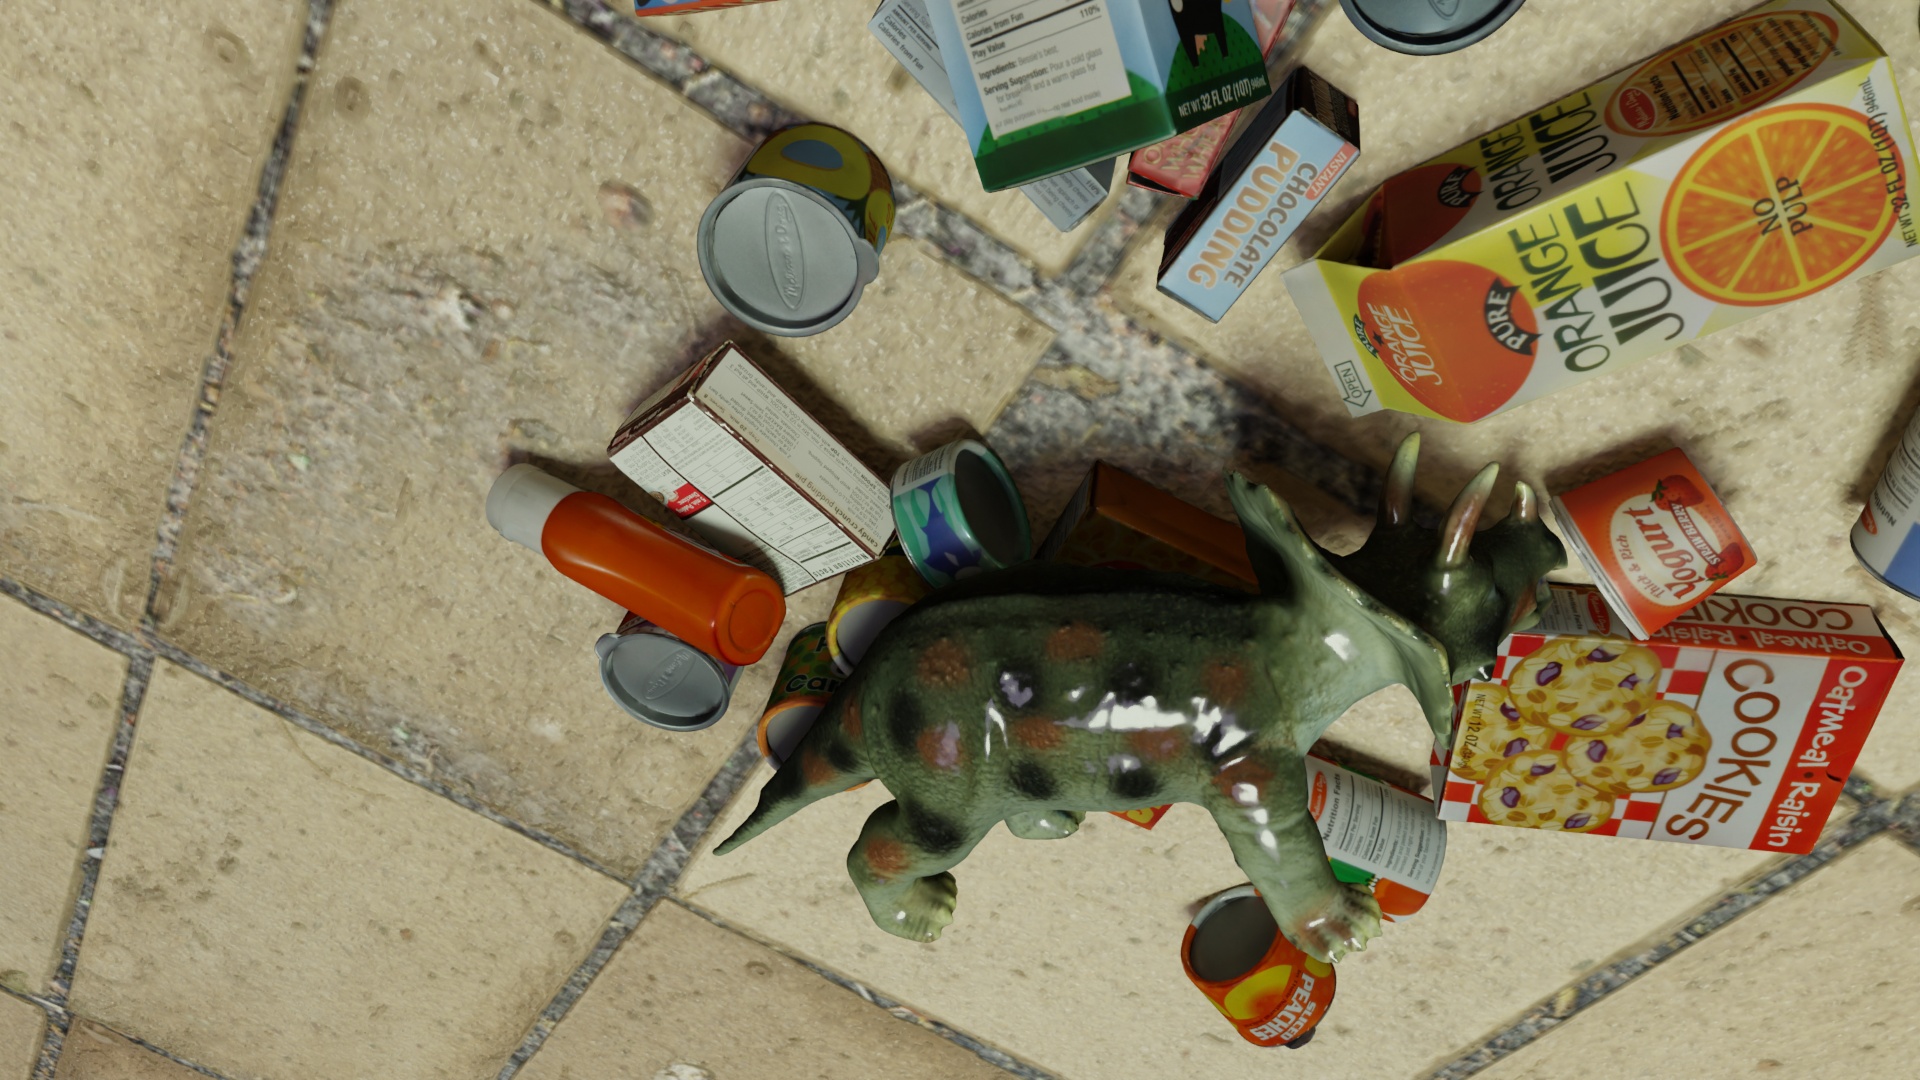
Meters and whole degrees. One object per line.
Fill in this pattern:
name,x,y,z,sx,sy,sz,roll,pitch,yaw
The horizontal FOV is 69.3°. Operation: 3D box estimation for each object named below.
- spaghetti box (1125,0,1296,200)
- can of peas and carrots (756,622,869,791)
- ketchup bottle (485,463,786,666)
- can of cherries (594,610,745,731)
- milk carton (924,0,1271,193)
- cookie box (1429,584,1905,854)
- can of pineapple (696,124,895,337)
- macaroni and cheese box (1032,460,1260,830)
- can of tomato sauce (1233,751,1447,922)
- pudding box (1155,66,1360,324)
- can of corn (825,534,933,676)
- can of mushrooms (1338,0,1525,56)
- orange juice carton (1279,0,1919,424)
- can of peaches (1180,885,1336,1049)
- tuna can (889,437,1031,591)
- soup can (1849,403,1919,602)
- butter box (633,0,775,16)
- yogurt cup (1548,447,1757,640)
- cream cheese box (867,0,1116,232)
spaghetti box,0.114,-0.223,0.433,0.029,0.050,0.248,22,129,-3
can of peas and carrots,-0.064,0.083,0.704,0.071,0.059,0.070,6,128,8
ketchup bottle,-0.155,0.008,0.647,0.149,0.043,0.064,24,166,21
can of cherries,-0.141,0.051,0.696,0.071,0.059,0.071,7,129,8
milk carton,0.025,-0.212,0.419,0.073,0.073,0.190,-6,110,40
cookie box,0.311,0.082,0.631,0.167,0.040,0.122,4,128,10
can of pineapple,-0.061,-0.122,0.545,0.071,0.058,0.070,6,128,8
macaroni and cheese box,0.080,0.056,0.662,0.124,0.040,0.165,25,128,-8
can of tomato sauce,0.187,0.146,0.692,0.083,0.071,0.070,21,129,-5
pudding box,0.108,-0.126,0.510,0.030,0.050,0.083,32,126,-10
can of corn,-0.025,0.030,0.654,0.071,0.058,0.070,6,128,8
can of mushrooms,0.158,-0.197,0.454,0.071,0.034,0.070,6,128,8
orange juice carton,0.215,-0.106,0.487,0.192,0.073,0.071,-22,120,27
can of peaches,0.164,0.234,0.762,0.071,0.071,0.058,-27,116,29
tuna can,0.002,-0.008,0.613,0.032,0.071,0.071,-23,119,27
soup can,0.387,-0.023,0.516,0.071,0.072,0.083,8,128,7
butter box,-0.072,-0.210,0.471,0.103,0.024,0.053,8,112,34
yogurt cup,0.280,-0.001,0.560,0.054,0.073,0.072,-34,114,23
cream cheese box,0.014,-0.162,0.500,0.103,0.054,0.024,42,123,-19
